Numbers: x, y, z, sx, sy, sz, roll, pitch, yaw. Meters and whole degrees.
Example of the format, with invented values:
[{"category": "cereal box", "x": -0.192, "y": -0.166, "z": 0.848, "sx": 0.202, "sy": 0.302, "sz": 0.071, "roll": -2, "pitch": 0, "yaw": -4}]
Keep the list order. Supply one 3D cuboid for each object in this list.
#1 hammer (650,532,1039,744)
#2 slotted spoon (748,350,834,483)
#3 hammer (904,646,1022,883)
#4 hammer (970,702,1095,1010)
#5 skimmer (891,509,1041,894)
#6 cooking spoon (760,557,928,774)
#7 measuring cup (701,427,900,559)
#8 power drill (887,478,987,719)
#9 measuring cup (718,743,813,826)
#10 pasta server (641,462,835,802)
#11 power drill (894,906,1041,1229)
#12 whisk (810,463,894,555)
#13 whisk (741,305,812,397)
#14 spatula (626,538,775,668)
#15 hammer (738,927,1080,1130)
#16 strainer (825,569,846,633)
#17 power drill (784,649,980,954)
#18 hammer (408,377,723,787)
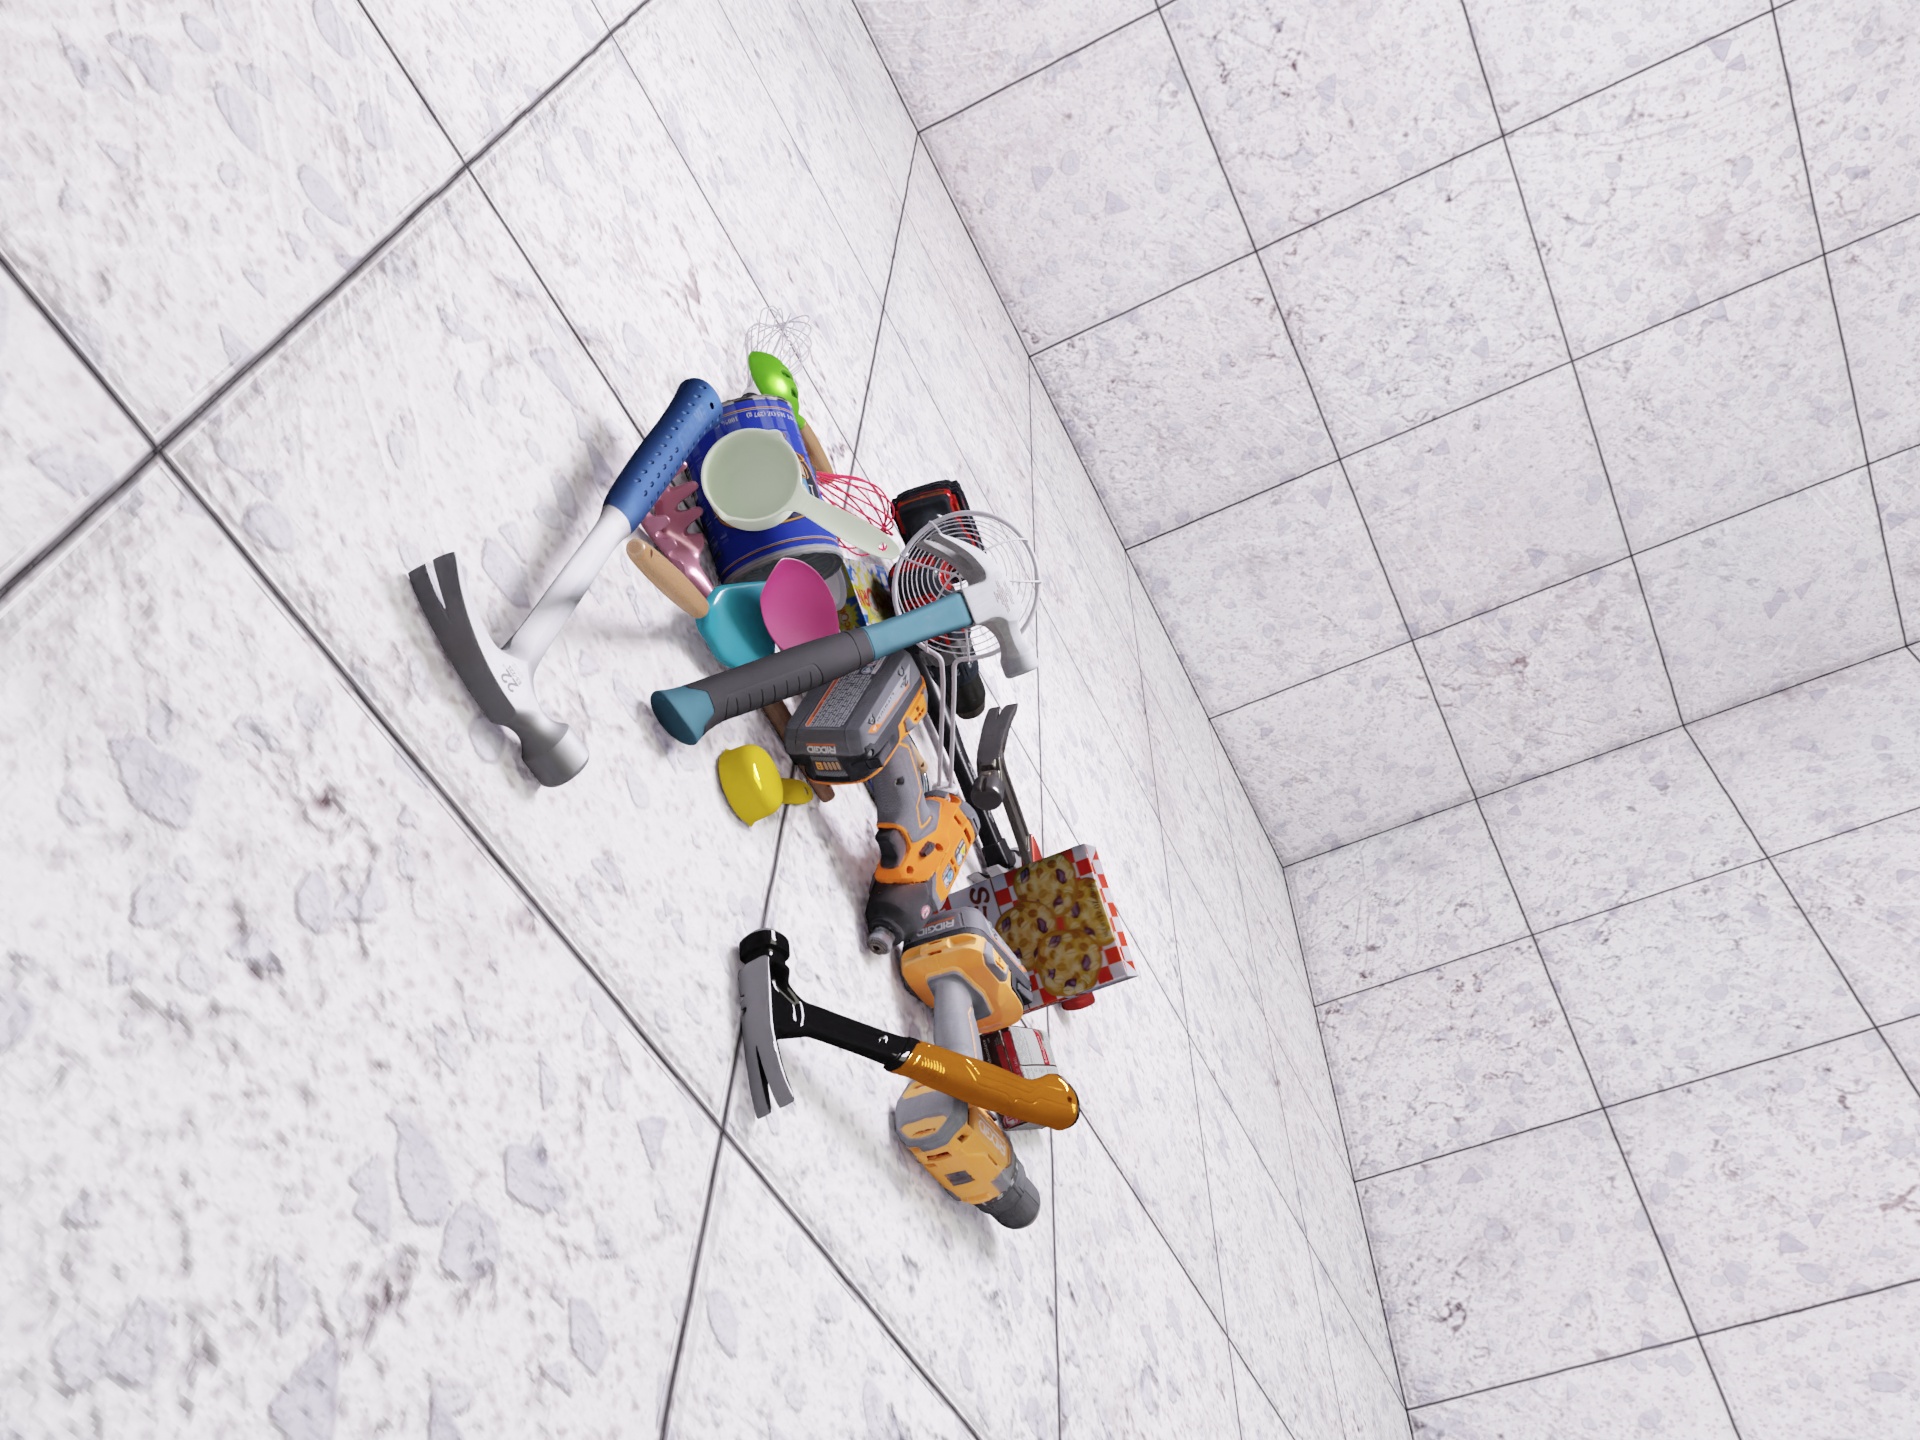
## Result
[{"category": "hammer", "x": -0.082, "y": -0.051, "z": 1.186, "sx": 0.331, "sy": 0.033, "sz": 0.128, "roll": -23, "pitch": 93, "yaw": -38}, {"category": "slotted spoon", "x": -0.150, "y": -0.276, "z": 1.507, "sx": 0.313, "sy": 0.031, "sz": 0.070, "roll": 59, "pitch": 8, "yaw": -81}, {"category": "hammer", "x": -0.011, "y": 0.021, "z": 1.673, "sx": 0.335, "sy": 0.035, "sz": 0.146, "roll": 68, "pitch": 15, "yaw": 1}, {"category": "hammer", "x": 0.081, "y": 0.161, "z": 1.665, "sx": 0.149, "sy": 0.037, "sz": 0.358, "roll": -75, "pitch": 151, "yaw": -53}, {"category": "skimmer", "x": -0.002, "y": -0.004, "z": 1.404, "sx": 0.090, "sy": 0.127, "sz": 0.363, "roll": -62, "pitch": 159, "yaw": -53}, {"category": "cooking spoon", "x": -0.091, "y": -0.032, "z": 1.335, "sx": 0.069, "sy": 0.017, "sz": 0.318, "roll": -63, "pitch": 148, "yaw": -19}, {"category": "measuring cup", "x": -0.120, "y": -0.162, "z": 1.224, "sx": 0.167, "sy": 0.083, "sz": 0.038, "roll": 29, "pitch": -11, "yaw": 4}, {"category": "power drill", "x": -0.016, "y": -0.127, "z": 1.653, "sx": 0.227, "sy": 0.080, "sz": 0.187, "roll": -89, "pitch": 160, "yaw": -54}, {"category": "measuring cup", "x": -0.137, "y": 0.049, "z": 1.220, "sx": 0.062, "sy": 0.029, "sz": 0.156, "roll": 71, "pitch": 16, "yaw": 10}, {"category": "pasta server", "x": -0.170, "y": -0.063, "z": 1.248, "sx": 0.316, "sy": 0.040, "sz": 0.060, "roll": 62, "pitch": 27, "yaw": -25}, {"category": "power drill", "x": 0.014, "y": 0.292, "z": 1.312, "sx": 0.185, "sy": 0.084, "sz": 0.226, "roll": 55, "pitch": 25, "yaw": -39}, {"category": "whisk", "x": -0.136, "y": -0.222, "z": 1.485, "sx": 0.295, "sy": 0.073, "sz": 0.073, "roll": 31, "pitch": 40, "yaw": -64}, {"category": "whisk", "x": -0.188, "y": -0.318, "z": 1.501, "sx": 0.070, "sy": 0.070, "sz": 0.285, "roll": 58, "pitch": 23, "yaw": -31}, {"category": "spatula", "x": -0.176, "y": -0.085, "z": 1.103, "sx": 0.317, "sy": 0.044, "sz": 0.082, "roll": 66, "pitch": 23, "yaw": -83}, {"category": "hammer", "x": -0.025, "y": 0.254, "z": 1.146, "sx": 0.336, "sy": 0.034, "sz": 0.127, "roll": 29, "pitch": 38, "yaw": -41}, {"category": "strainer", "x": -0.113, "y": -0.078, "z": 1.457, "sx": 0.087, "sy": 0.050, "sz": 0.258, "roll": 17, "pitch": -40, "yaw": 50}, {"category": "power drill", "x": -0.062, "y": 0.071, "z": 1.291, "sx": 0.164, "sy": 0.084, "sz": 0.226, "roll": -61, "pitch": 142, "yaw": -42}, {"category": "hammer", "x": -0.233, "y": -0.131, "z": 1.046, "sx": 0.144, "sy": 0.035, "sz": 0.406, "roll": 59, "pitch": 25, "yaw": -27}]
